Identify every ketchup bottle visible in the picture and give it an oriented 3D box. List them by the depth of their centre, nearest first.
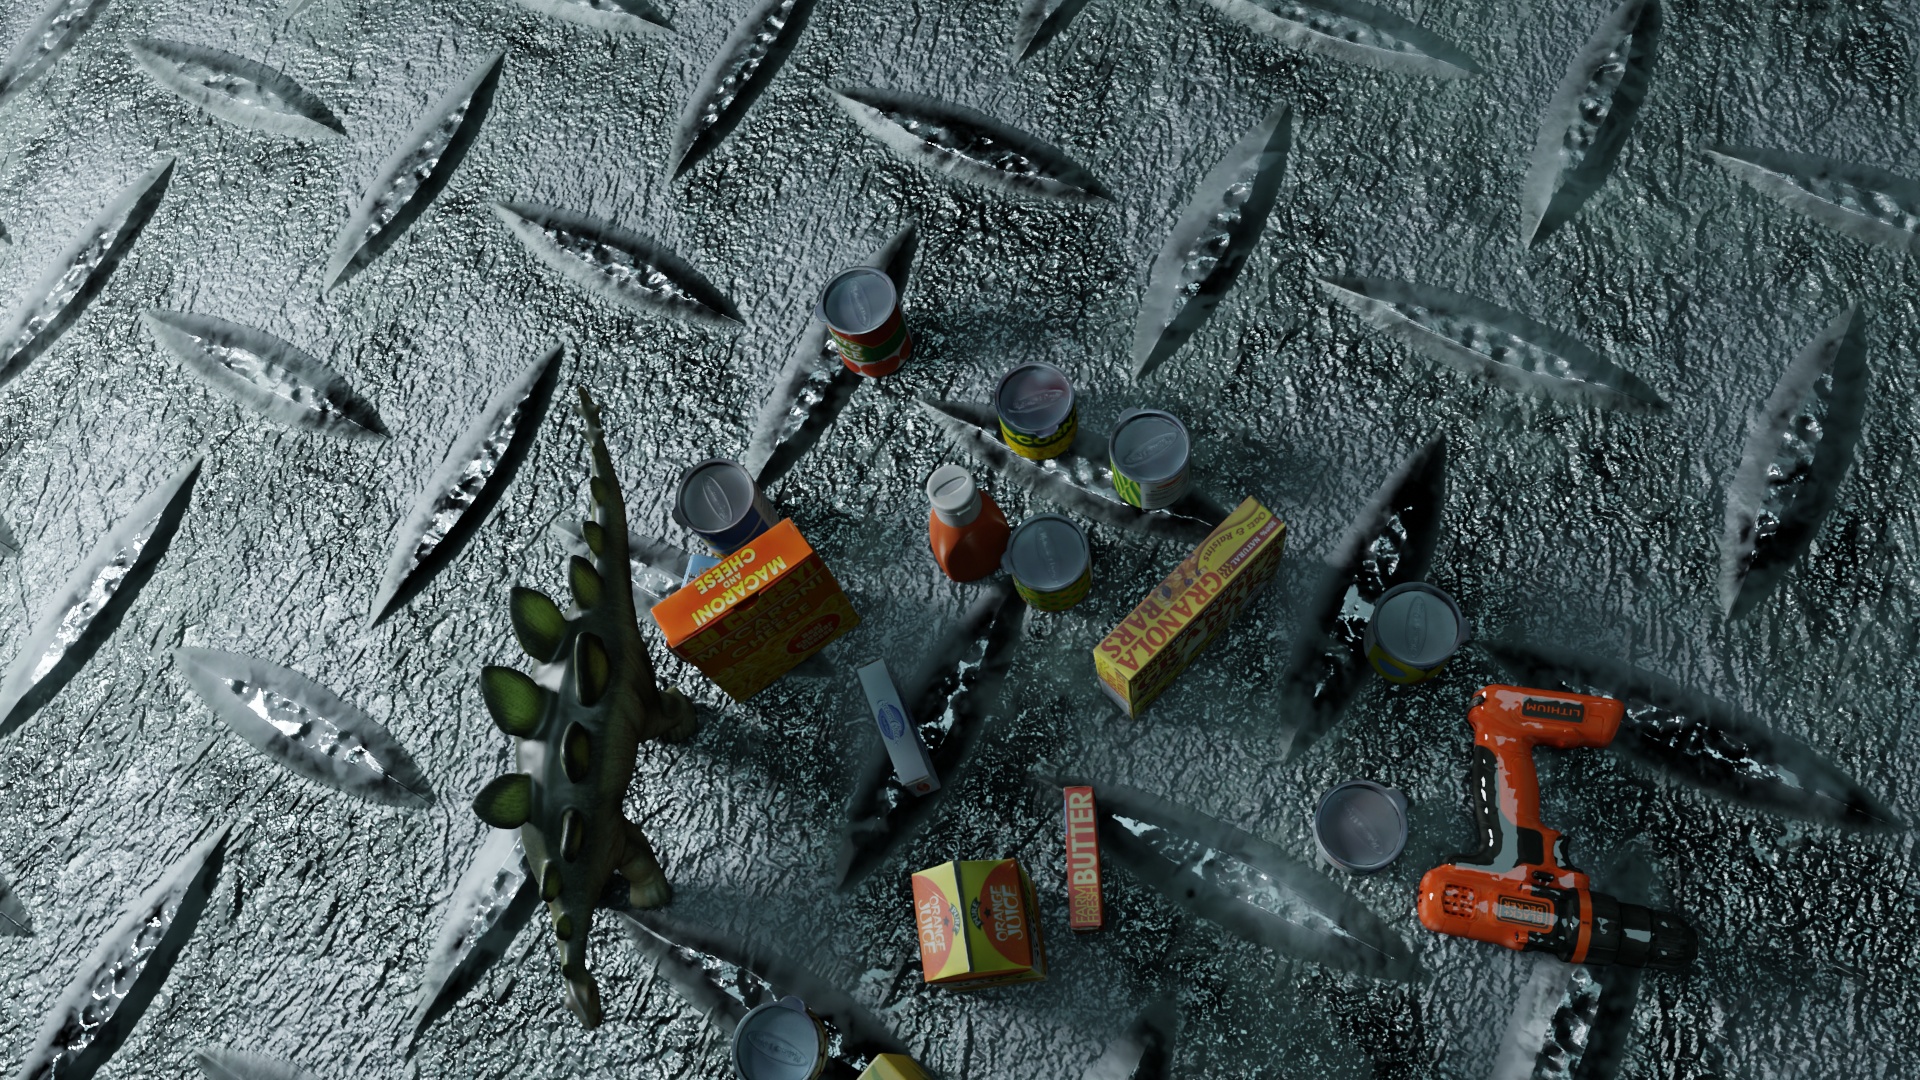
[{"bbox_3d":[0.004,-0.014,1.091,0.065,0.148,0.043,-30,68,-3],"label":"ketchup bottle"}]

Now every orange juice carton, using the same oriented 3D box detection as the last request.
[{"bbox_3d":[0.014,0.267,0.958,0.073,0.192,0.072,-10,69,5],"label":"orange juice carton"}]

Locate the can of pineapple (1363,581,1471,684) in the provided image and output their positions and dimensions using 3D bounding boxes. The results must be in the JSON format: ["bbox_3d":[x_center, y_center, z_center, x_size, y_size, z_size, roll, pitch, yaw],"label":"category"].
[{"bbox_3d":[0.345,0.072,1.056,0.071,0.057,0.071,-3,69,7],"label":"can of pineapple"}]

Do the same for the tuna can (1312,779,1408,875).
[{"bbox_3d":[0.296,0.210,1.024,0.071,0.032,0.071,-3,69,7],"label":"tuna can"}]

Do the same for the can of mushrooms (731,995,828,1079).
[{"bbox_3d":[-0.131,0.372,1.024,0.071,0.033,0.071,-3,69,7],"label":"can of mushrooms"}]

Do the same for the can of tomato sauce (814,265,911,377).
[{"bbox_3d":[-0.082,-0.188,1.206,0.071,0.083,0.071,-3,69,7],"label":"can of tomato sauce"}]

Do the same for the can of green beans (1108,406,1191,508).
[{"bbox_3d":[0.156,-0.066,1.138,0.071,0.057,0.071,-3,69,7],"label":"can of green beans"}]

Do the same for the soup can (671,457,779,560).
[{"bbox_3d":[-0.195,-0.021,1.158,0.071,0.083,0.071,-3,69,7],"label":"soup can"}]

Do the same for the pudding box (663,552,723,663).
[{"bbox_3d":[-0.214,0.057,1.149,0.030,0.049,0.084,10,71,12],"label":"pudding box"}]

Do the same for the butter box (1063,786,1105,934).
[{"bbox_3d":[0.092,0.238,1.033,0.024,0.053,0.104,-4,69,7],"label":"butter box"}]

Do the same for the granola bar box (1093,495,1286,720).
[{"bbox_3d":[0.175,0.055,1.053,0.166,0.124,0.039,-44,70,-9],"label":"granola bar box"}]

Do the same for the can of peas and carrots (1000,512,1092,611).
[{"bbox_3d":[0.070,0.019,1.117,0.071,0.058,0.071,-3,69,7],"label":"can of peas and carrots"}]

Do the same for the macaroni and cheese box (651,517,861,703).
[{"bbox_3d":[-0.152,0.059,1.076,0.124,0.166,0.040,-34,69,-5],"label":"macaroni and cheese box"}]

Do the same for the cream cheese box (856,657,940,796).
[{"bbox_3d":[-0.048,0.147,1.088,0.024,0.053,0.104,-24,68,-1],"label":"cream cheese box"}]

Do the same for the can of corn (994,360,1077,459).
[{"bbox_3d":[0.065,-0.106,1.166,0.071,0.058,0.071,-3,69,7],"label":"can of corn"}]
